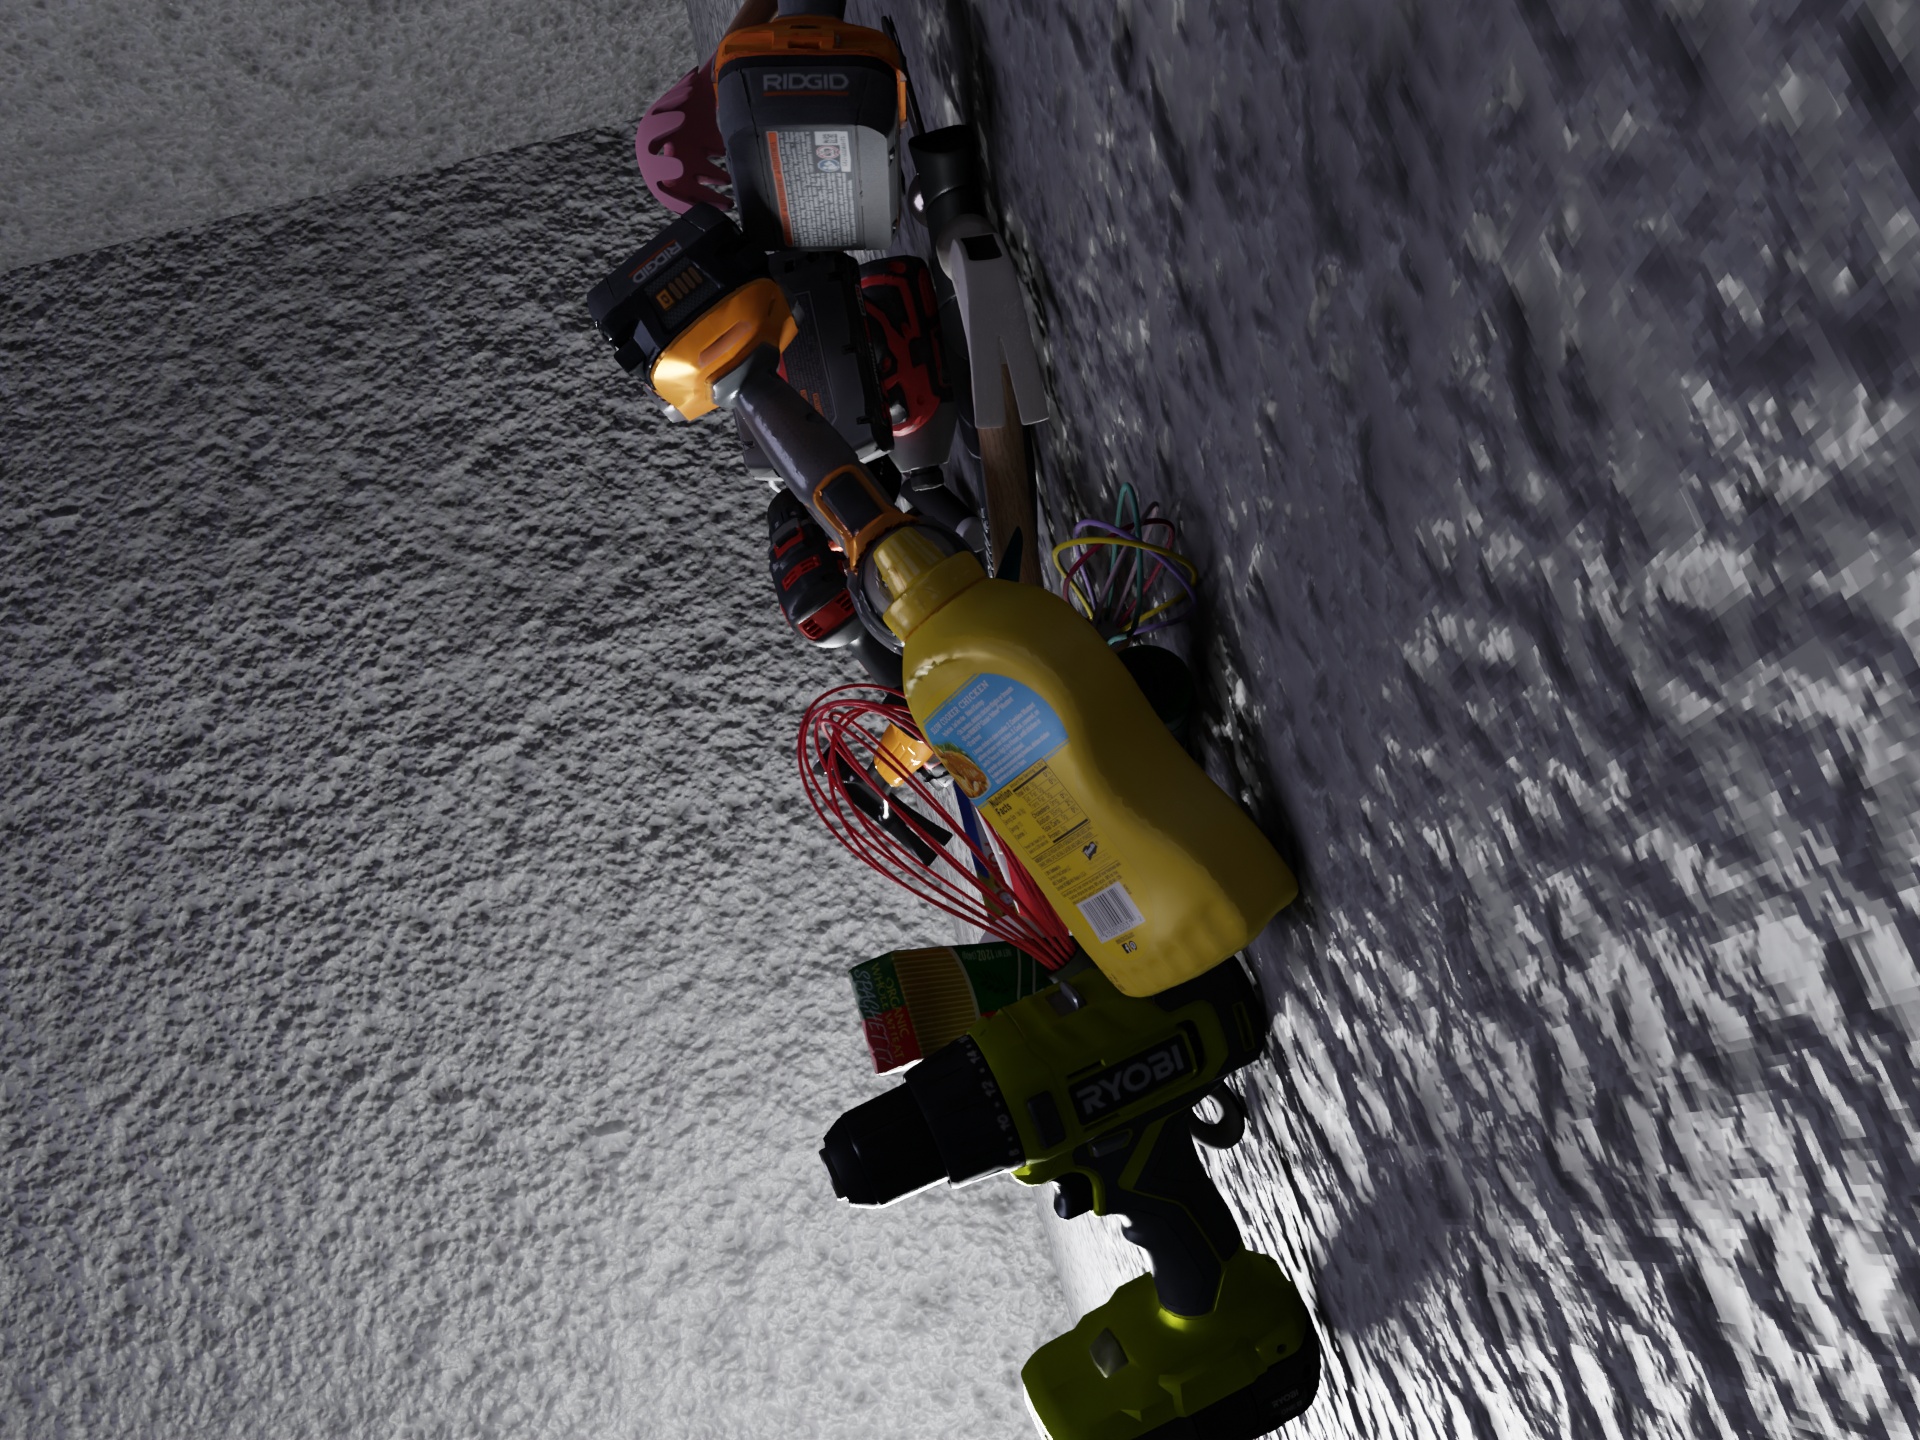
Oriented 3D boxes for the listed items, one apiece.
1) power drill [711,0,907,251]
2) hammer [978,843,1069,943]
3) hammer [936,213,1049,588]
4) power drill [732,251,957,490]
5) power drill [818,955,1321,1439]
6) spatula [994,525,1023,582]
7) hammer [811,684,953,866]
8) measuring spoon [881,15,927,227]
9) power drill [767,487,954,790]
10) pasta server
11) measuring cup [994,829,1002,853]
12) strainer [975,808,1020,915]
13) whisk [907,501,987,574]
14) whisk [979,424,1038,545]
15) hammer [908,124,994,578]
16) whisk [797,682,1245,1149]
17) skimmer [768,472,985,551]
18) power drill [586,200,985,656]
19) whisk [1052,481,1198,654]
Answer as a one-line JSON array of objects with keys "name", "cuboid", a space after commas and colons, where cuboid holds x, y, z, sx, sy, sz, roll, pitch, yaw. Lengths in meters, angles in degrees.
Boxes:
[{"name": "power drill", "cuboid": [-0.068, -0.341, 0.752, 0.164, 0.084, 0.227, 95, 174, -77]}, {"name": "hammer", "cuboid": [0.043, 0.057, 1.038, 0.143, 0.038, 0.387, 43, -160, -32]}, {"name": "hammer", "cuboid": [0.029, -0.068, 0.779, 0.130, 0.031, 0.331, -102, 3, -60]}, {"name": "power drill", "cuboid": [-0.056, -0.198, 0.919, 0.220, 0.078, 0.143, -37, -63, -70]}, {"name": "power drill", "cuboid": [0.057, 0.222, 0.697, 0.080, 0.190, 0.228, -138, 27, -67]}, {"name": "spatula", "cuboid": [0.060, 0.055, 0.767, 0.317, 0.044, 0.082, 61, -147, -34]}, {"name": "hammer", "cuboid": [-0.042, 0.035, 1.138, 0.127, 0.034, 0.337, 40, 166, 1]}, {"name": "measuring spoon", "cuboid": [-0.032, -0.332, 0.886, 0.034, 0.018, 0.124, 137, 118, -84]}, {"name": "power drill", "cuboid": [-0.067, -0.072, 1.213, 0.226, 0.080, 0.188, 47, -169, -34]}, {"name": "pasta server", "cuboid": [-0.104, -0.361, 0.829, 0.060, 0.040, 0.316, 72, -153, -46]}, {"name": "measuring cup", "cuboid": [-0.001, -0.003, 0.925, 0.083, 0.038, 0.168, 85, 178, -77]}, {"name": "strainer", "cuboid": [0.055, 0.142, 1.106, 0.050, 0.087, 0.258, -12, 106, 41]}, {"name": "whisk", "cuboid": [-0.017, -0.131, 1.198, 0.057, 0.059, 0.247, 44, -166, -26]}, {"name": "whisk", "cuboid": [0.035, -0.064, 0.852, 0.055, 0.055, 0.238, -116, 16, -63]}, {"name": "hammer", "cuboid": [0.013, -0.142, 0.895, 0.408, 0.036, 0.149, 81, 171, -49]}, {"name": "whisk", "cuboid": [0.034, 0.096, 0.734, 0.295, 0.073, 0.073, 47, -179, -12]}, {"name": "skimmer", "cuboid": [-0.052, -0.168, 1.215, 0.364, 0.127, 0.090, -132, 30, -57]}, {"name": "power drill", "cuboid": [-0.069, -0.122, 0.725, 0.226, 0.084, 0.185, 51, -179, -1]}, {"name": "whisk", "cuboid": [0.059, -0.044, 0.661, 0.245, 0.047, 0.051, 86, 166, -81]}]
